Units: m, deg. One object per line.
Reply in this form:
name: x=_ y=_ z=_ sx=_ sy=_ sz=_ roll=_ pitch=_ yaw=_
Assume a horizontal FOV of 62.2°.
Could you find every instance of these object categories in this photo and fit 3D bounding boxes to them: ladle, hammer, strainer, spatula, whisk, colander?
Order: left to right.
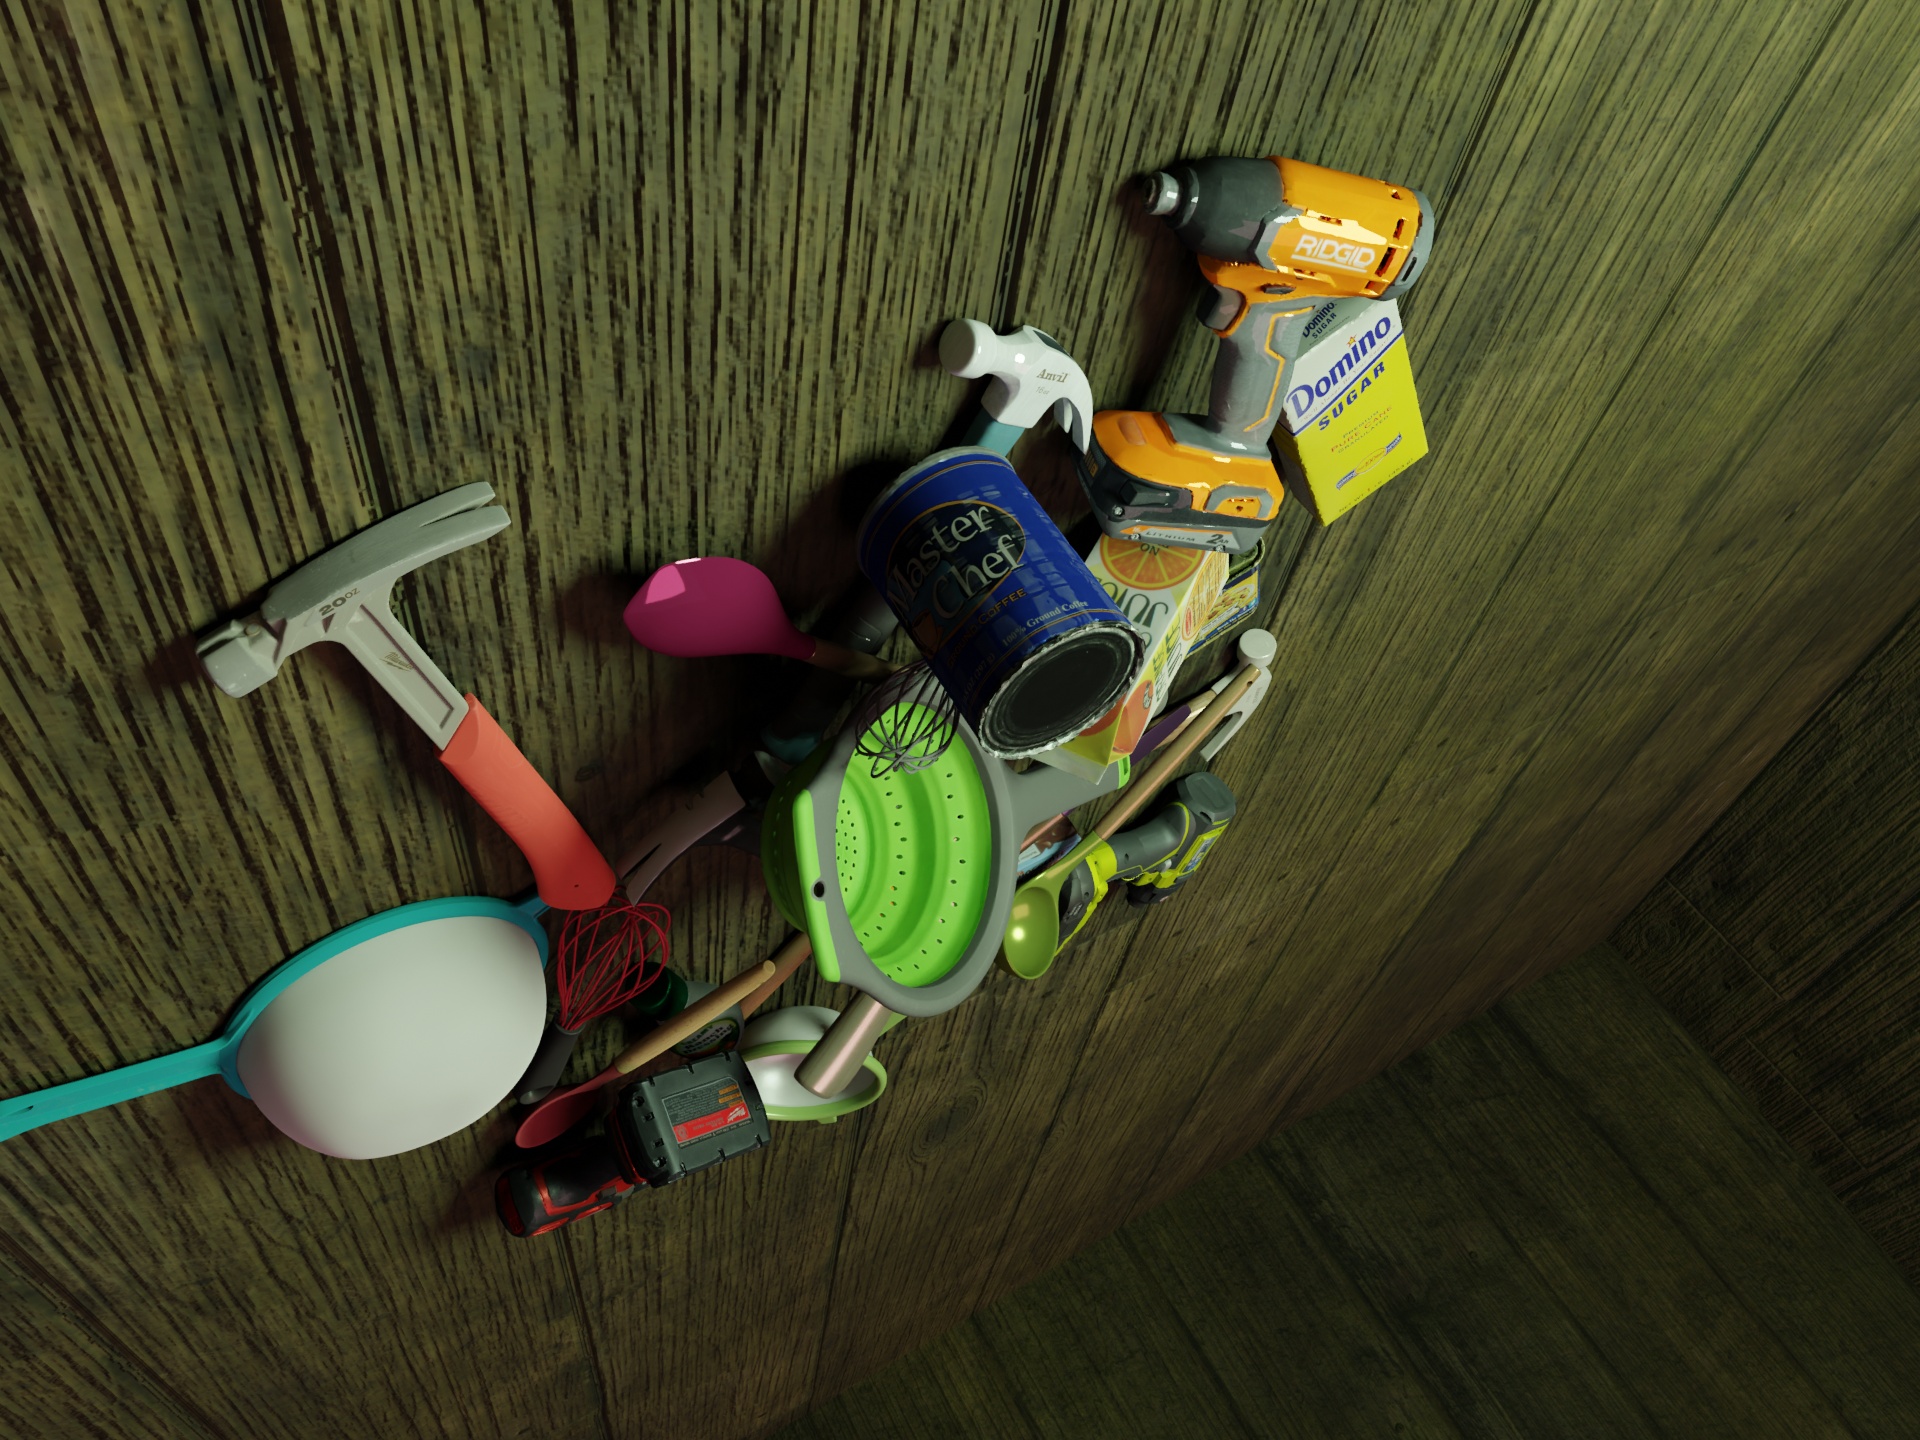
strainer: x=-0.394 y=0.222 z=0.966 sx=0.340 sy=0.095 sz=0.211 roll=-12 pitch=145 yaw=-40
hammer: x=-0.252 y=0.015 z=0.866 sx=0.149 sy=0.037 sz=0.358 roll=-31 pitch=152 yaw=-8
whisk: x=-0.271 y=0.202 z=1.119 sx=0.073 sy=0.073 sz=0.295 roll=-12 pitch=151 yaw=-38
ladle: x=-0.238 y=0.248 z=1.186 sx=0.315 sy=0.031 sz=0.069 roll=-36 pitch=162 yaw=33
hammer: x=-0.101 y=0.112 z=1.131 sx=0.127 sy=0.034 sz=0.336 roll=-38 pitch=151 yaw=10
strainer: x=-0.108 y=0.258 z=1.333 sx=0.151 sy=0.069 sz=0.256 roll=21 pitch=136 yaw=-31
hammer: x=-0.034 y=-0.092 z=0.946 sx=0.128 sy=0.033 sz=0.331 roll=-2 pitch=138 yaw=-45
colander: x=-0.011 y=0.063 z=1.040 sx=0.094 sy=0.204 sz=0.397 roll=-5 pitch=-173 yaw=34
whisk: x=-0.007 y=-0.034 z=0.940 sx=0.055 sy=0.055 sz=0.239 roll=-55 pitch=-178 yaw=33
hammer: x=0.005 y=0.109 z=1.191 sx=0.410 sy=0.038 sz=0.146 roll=-53 pitch=150 yaw=0
spatula: x=0.060 y=0.088 z=1.282 sx=0.316 sy=0.018 sz=0.059 roll=-38 pitch=163 yaw=4
hammer: x=0.116 y=0.036 z=1.315 sx=0.331 sy=0.031 sz=0.130 roll=-27 pitch=151 yaw=-16
ladle: x=0.137 y=0.081 z=1.289 sx=0.320 sy=0.062 sz=0.078 roll=-47 pitch=135 yaw=5

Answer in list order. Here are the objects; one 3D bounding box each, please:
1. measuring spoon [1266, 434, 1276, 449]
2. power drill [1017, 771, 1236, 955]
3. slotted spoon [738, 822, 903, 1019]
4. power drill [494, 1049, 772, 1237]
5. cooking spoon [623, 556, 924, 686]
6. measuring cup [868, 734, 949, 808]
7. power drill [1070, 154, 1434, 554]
measuring spoon: x=0.249 y=-0.194 z=1.116 sx=0.124 sy=0.018 sz=0.034 roll=-9 pitch=143 yaw=-40
power drill: x=0.138 y=0.142 z=1.460 sx=0.223 sy=0.080 sz=0.171 roll=-17 pitch=147 yaw=-37
slotted spoon: x=-0.119 y=0.170 z=1.269 sx=0.313 sy=0.031 sz=0.070 roll=-47 pitch=150 yaw=25
power drill: x=-0.249 y=0.344 z=1.290 sx=0.187 sy=0.080 sz=0.226 roll=-7 pitch=159 yaw=-48
cooking spoon: x=-0.074 y=-0.037 z=0.932 sx=0.068 sy=0.017 sz=0.318 roll=-48 pitch=149 yaw=16
measuring cup: x=-0.002 y=-0.004 z=1.116 sx=0.167 sy=0.038 sz=0.083 roll=-38 pitch=152 yaw=1
power drill: x=0.144 y=-0.209 z=0.898 sx=0.164 sy=0.084 sz=0.226 roll=5 pitch=132 yaw=-23
